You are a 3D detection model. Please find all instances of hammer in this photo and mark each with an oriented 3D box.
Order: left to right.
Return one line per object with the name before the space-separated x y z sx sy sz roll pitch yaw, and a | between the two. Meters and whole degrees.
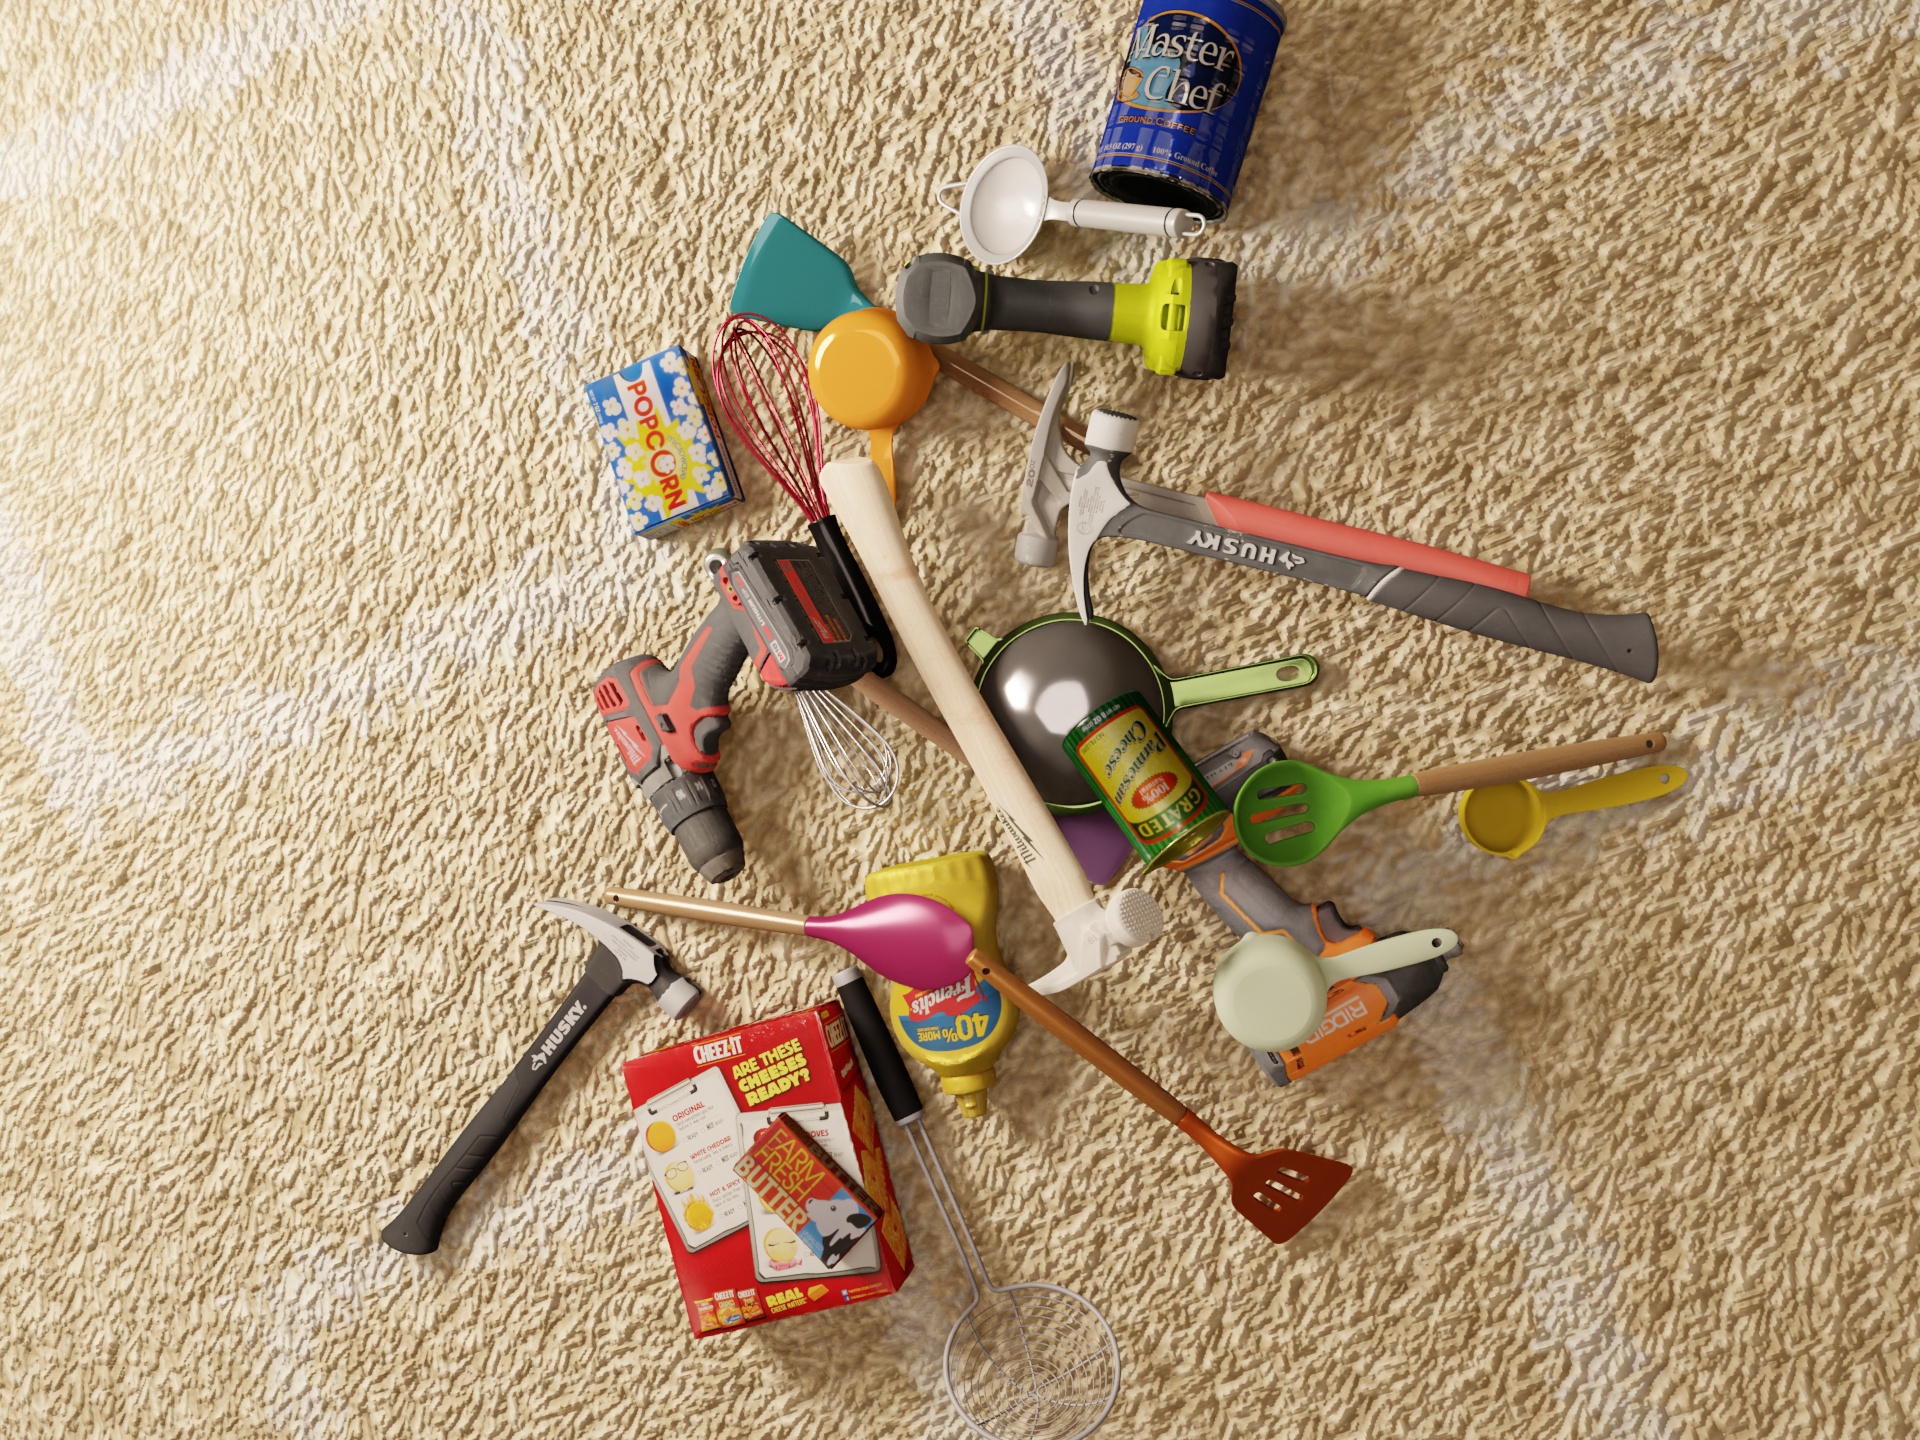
hammer | -0.357 0.293 1.267 0.146 0.035 0.335 40 98 9
hammer | -0.002 -0.004 1.128 0.146 0.038 0.411 -43 71 49
hammer | 0.221 -0.143 1.127 0.359 0.037 0.149 16 106 11
hammer | 0.269 -0.094 1.089 0.409 0.036 0.149 16 107 11

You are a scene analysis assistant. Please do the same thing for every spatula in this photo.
spatula | -0.021 -0.270 1.187 0.317 0.044 0.082 31 110 9
spatula | -0.008 0.013 1.187 0.316 0.018 0.060 35 92 4
spatula | 0.133 0.257 1.109 0.322 0.041 0.081 38 102 -6

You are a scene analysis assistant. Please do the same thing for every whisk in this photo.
whisk | -0.124 -0.034 1.209 0.058 0.059 0.246 -40 77 20
whisk | -0.113 -0.169 1.203 0.073 0.073 0.296 -23 92 12

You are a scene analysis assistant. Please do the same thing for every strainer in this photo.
strainer | 0.080 -0.356 1.121 0.259 0.050 0.087 27 108 47
strainer | 0.128 -0.018 1.132 0.256 0.069 0.151 -10 81 7

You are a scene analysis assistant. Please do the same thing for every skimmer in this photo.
skimmer | -0.004 0.345 1.159 0.127 0.090 0.363 -22 82 -20

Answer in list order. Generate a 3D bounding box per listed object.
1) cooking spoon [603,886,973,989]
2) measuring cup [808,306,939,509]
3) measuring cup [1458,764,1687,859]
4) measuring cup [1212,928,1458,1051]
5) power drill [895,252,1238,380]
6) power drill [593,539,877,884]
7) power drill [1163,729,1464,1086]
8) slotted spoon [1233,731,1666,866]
cooking spoon | -0.136 0.151 1.192 0.319 0.017 0.069 5 96 25
measuring cup | -0.066 -0.216 1.174 0.095 0.052 0.173 2 104 14
measuring cup | 0.422 0.055 1.102 0.156 0.029 0.062 -13 87 1
measuring cup | 0.249 0.171 1.057 0.167 0.038 0.083 -18 94 12
power drill | 0.069 -0.287 1.102 0.223 0.171 0.080 5 105 -1
power drill | -0.165 -0.005 1.168 0.226 0.080 0.188 -40 72 32
power drill | 0.234 0.122 1.113 0.164 0.084 0.226 -31 88 10
slotted spoon | 0.329 0.042 1.069 0.313 0.031 0.070 -10 89 -8
